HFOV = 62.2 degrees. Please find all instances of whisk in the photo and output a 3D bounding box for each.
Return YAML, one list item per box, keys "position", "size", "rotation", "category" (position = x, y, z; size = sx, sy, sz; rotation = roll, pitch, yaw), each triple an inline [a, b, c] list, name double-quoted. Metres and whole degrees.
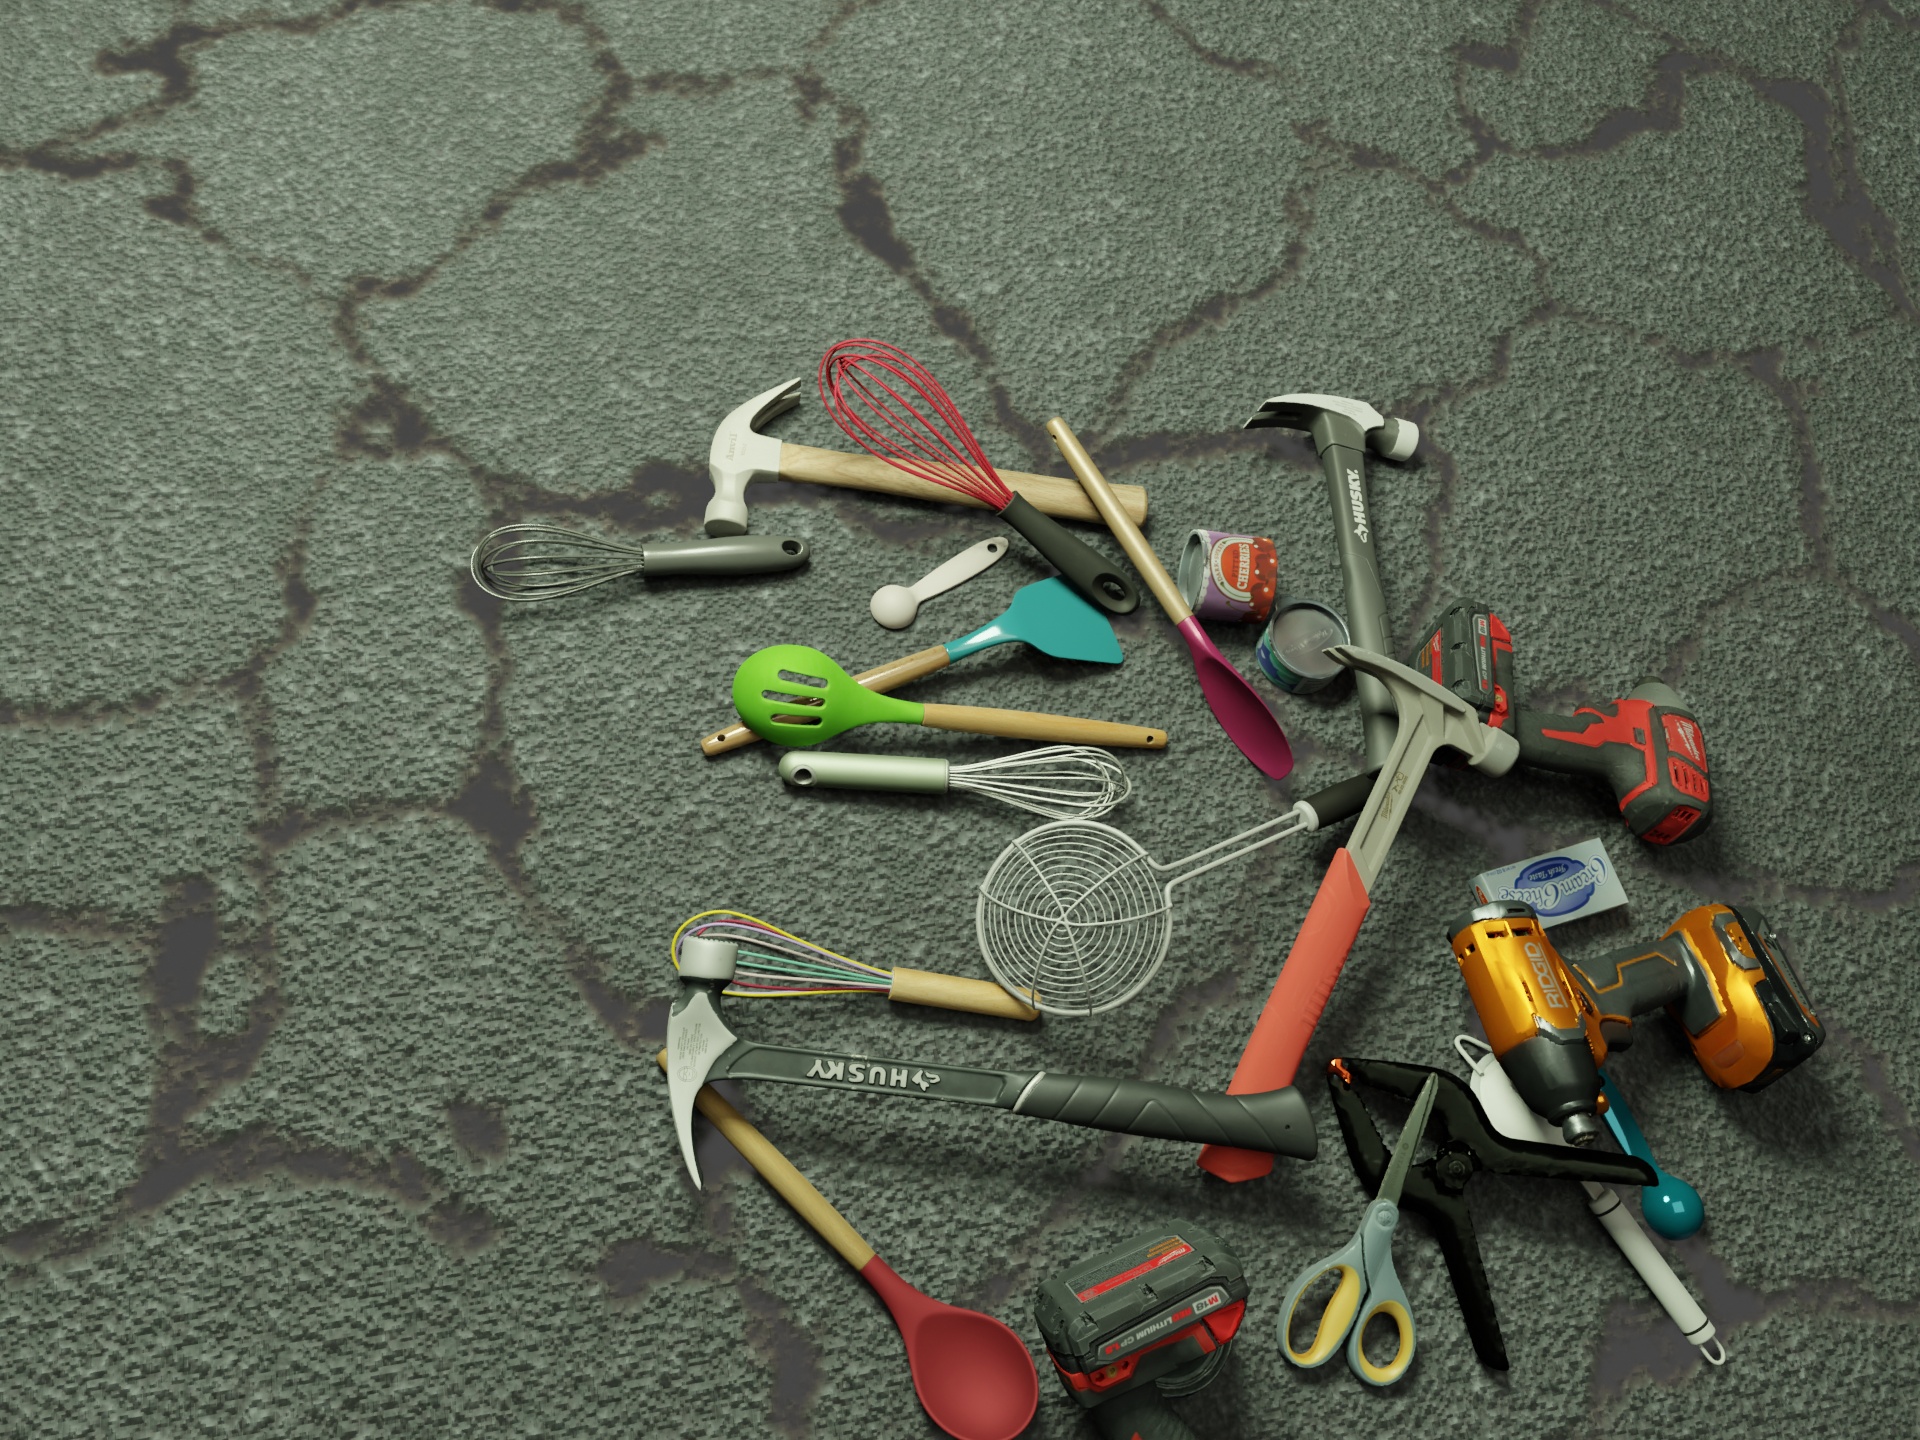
- position: [0.019, -0.171, 1.154]
  size: [0.295, 0.073, 0.073]
  rotation: [38, 64, -15]
  category: "whisk"
- position: [-0.066, 0.164, 1.037]
  size: [0.245, 0.051, 0.047]
  rotation: [11, 60, -8]
  category: "whisk"
- position: [-0.003, 0.039, 1.105]
  size: [0.246, 0.057, 0.059]
  rotation: [4, 32, -5]
  category: "whisk"
- position: [-0.225, -0.116, 1.133]
  size: [0.239, 0.055, 0.055]
  rotation: [-4, 68, -16]
  category: "whisk"

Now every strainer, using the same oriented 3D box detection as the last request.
- position: [0.426, 0.313, 1.060]
  size: [0.087, 0.050, 0.258]
  rotation: [-27, 77, -35]
  category: "strainer"

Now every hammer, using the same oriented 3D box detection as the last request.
- position: [-0.022, -0.183, 1.202]
  size: [0.331, 0.031, 0.130]
  rotation: [6, 66, -8]
  category: "hammer"
- position: [0.021, 0.232, 0.981]
  size: [0.409, 0.036, 0.149]
  rotation: [8, 81, -4]
  category: "hammer"
- position: [0.238, 0.132, 1.054]
  size: [0.149, 0.037, 0.359]
  rotation: [29, 80, -7]
  category: "hammer"
- position: [0.295, -0.107, 1.188]
  size: [0.146, 0.035, 0.335]
  rotation: [11, 59, -19]
  category: "hammer"

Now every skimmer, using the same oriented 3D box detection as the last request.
- position: [0.179, 0.093, 1.104]
  size: [0.363, 0.090, 0.127]
  rotation: [-18, 78, -32]
  category: "skimmer"

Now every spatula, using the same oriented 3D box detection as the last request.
- position: [-0.034, -0.032, 1.140]
  size: [0.317, 0.044, 0.082]
  rotation: [-21, 71, -13]
  category: "spatula"

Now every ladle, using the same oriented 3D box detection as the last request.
- position: [-0.077, 0.316, 0.978]
  size: [0.315, 0.031, 0.069]
  rotation: [43, 69, 12]
  category: "ladle"

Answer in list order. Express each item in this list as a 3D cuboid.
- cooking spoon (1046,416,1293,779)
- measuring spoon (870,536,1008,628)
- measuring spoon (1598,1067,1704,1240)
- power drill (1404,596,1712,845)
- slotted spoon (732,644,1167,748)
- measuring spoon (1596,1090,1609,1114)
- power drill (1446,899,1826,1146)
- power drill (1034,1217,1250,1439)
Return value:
- position: [0.151, -0.094, 1.165]
  size: [0.017, 0.068, 0.319]
  rotation: [-27, 77, -19]
  category: "cooking spoon"
- position: [-0.013, -0.108, 1.177]
  size: [0.124, 0.018, 0.034]
  rotation: [-32, 75, -22]
  category: "measuring spoon"
- position: [0.465, 0.290, 1.084]
  size: [0.042, 0.021, 0.129]
  rotation: [-20, 72, -17]
  category: "measuring spoon"
- position: [0.445, -0.002, 1.175]
  size: [0.219, 0.078, 0.143]
  rotation: [19, 50, -6]
  category: "power drill"
- position: [-0.002, -0.004, 1.114]
  size: [0.313, 0.031, 0.070]
  rotation: [6, 99, -15]
  category: "slotted spoon"
- position: [0.411, 0.221, 1.104]
  size: [0.011, 0.021, 0.117]
  rotation: [-19, 72, -30]
  category: "measuring spoon"
- position: [0.452, 0.201, 1.063]
  size: [0.226, 0.084, 0.164]
  rotation: [1, 52, -17]
  category: "power drill"
- position: [0.156, 0.410, 0.918]
  size: [0.188, 0.080, 0.226]
  rotation: [-21, 92, -11]
  category: "power drill"
